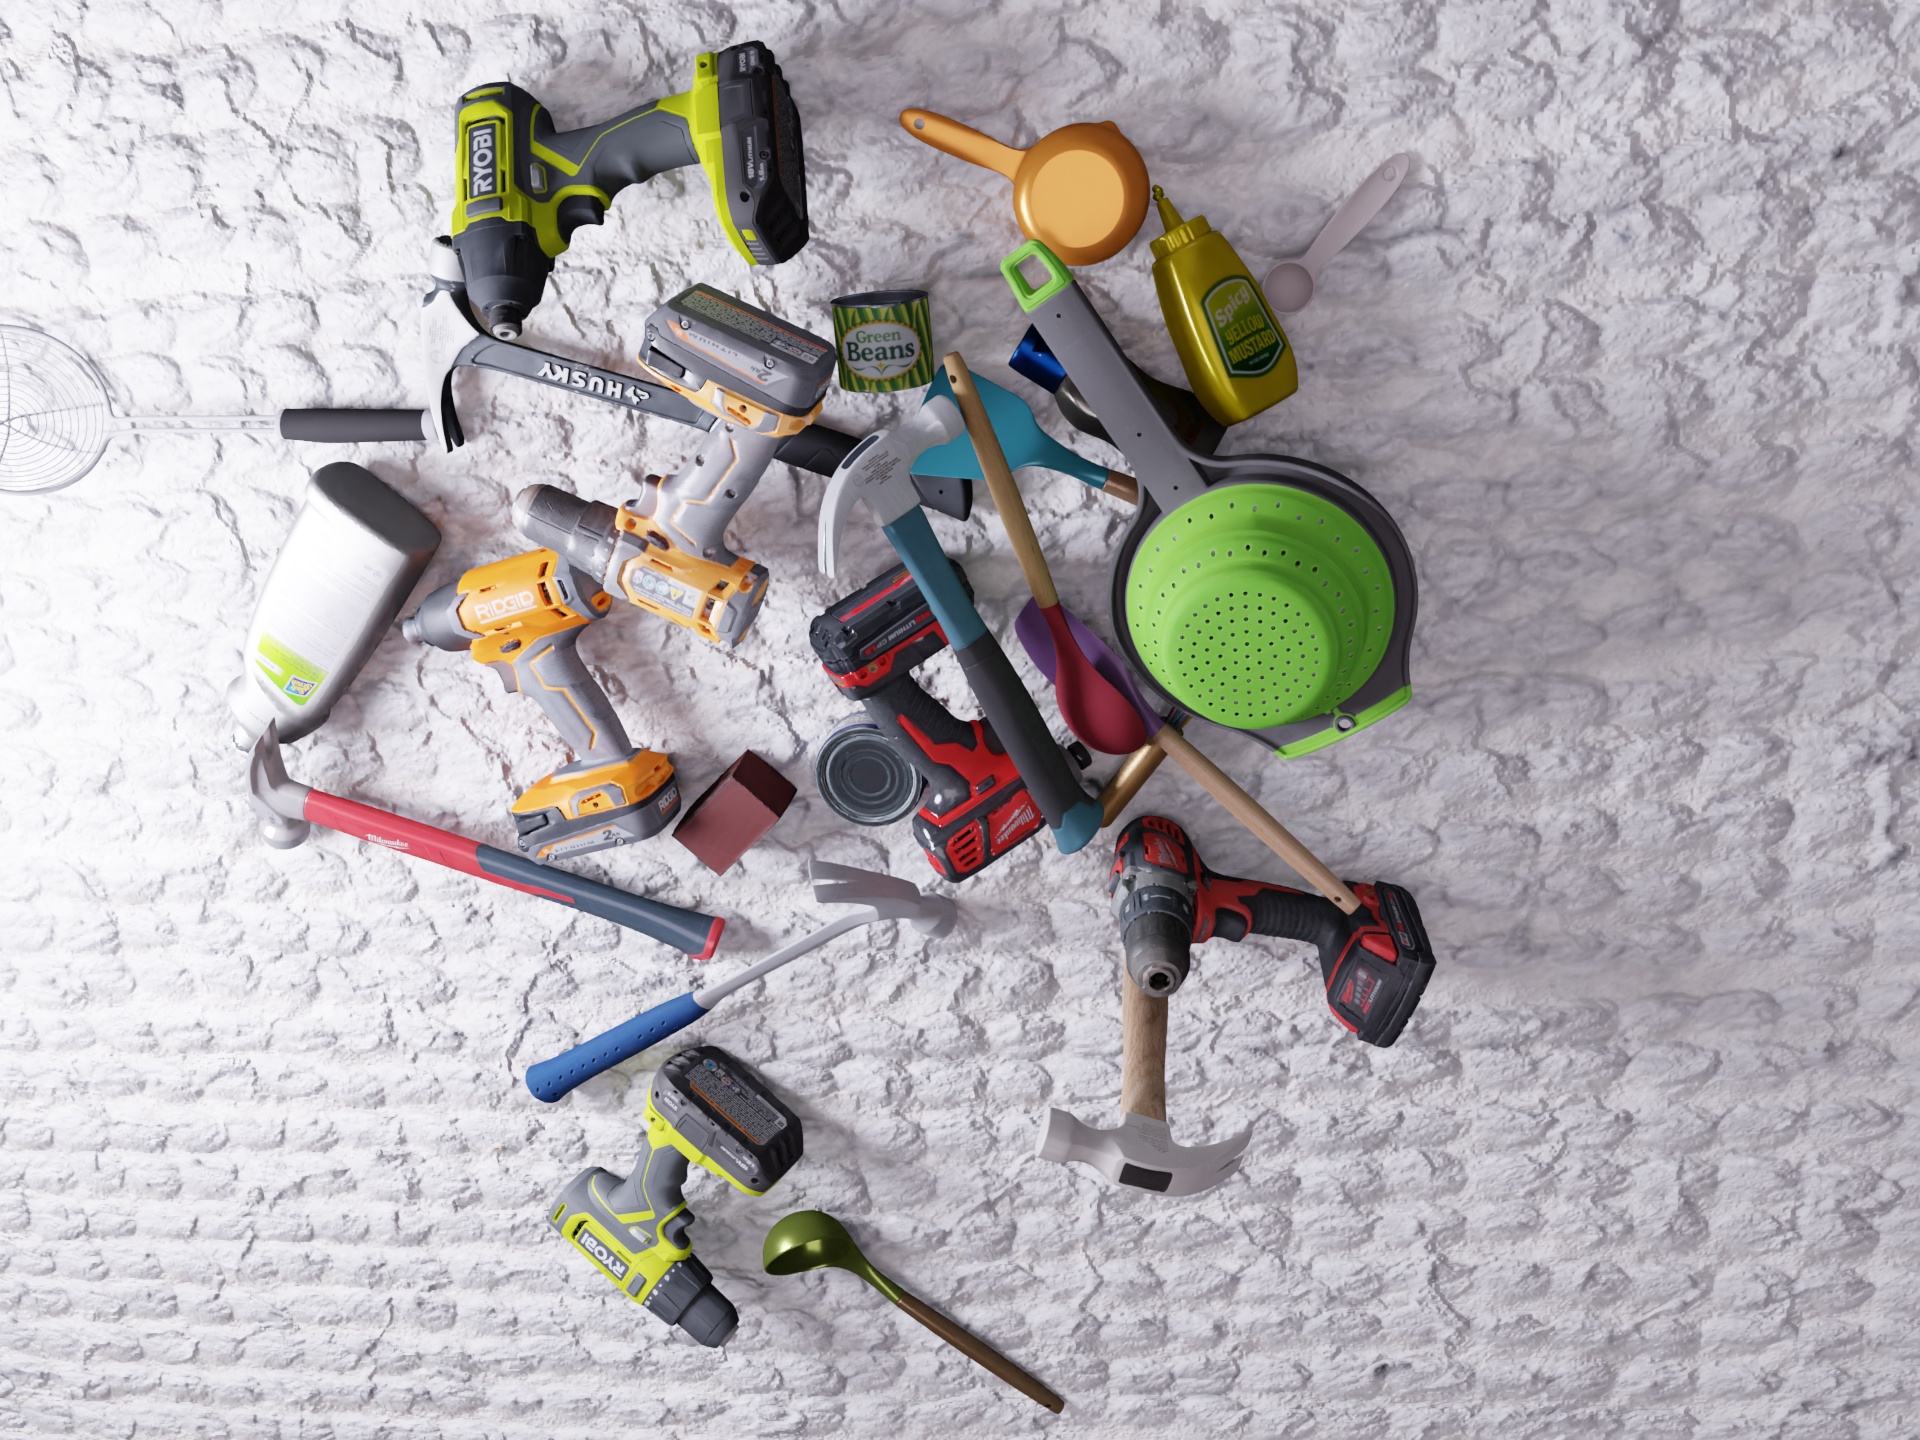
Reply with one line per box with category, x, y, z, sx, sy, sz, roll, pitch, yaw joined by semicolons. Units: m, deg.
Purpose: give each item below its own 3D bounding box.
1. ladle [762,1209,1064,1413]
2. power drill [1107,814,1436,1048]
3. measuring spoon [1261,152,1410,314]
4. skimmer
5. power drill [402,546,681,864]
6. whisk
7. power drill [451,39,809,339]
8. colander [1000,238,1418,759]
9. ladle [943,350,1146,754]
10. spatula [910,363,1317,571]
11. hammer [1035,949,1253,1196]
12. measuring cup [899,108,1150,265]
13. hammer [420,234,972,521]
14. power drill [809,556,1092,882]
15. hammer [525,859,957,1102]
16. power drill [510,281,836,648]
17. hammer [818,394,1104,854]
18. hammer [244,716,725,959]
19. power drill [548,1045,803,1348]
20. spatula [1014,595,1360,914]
ladle;-0.036;0.530;1.396;0.320;0.062;0.078;38;122;-10
power drill;0.214;0.156;1.132;0.226;0.188;0.080;18;115;-3
measuring spoon;0.243;-0.314;1.026;0.034;0.018;0.124;40;106;-8
skimmer;-0.561;-0.223;1.148;0.363;0.090;0.127;1;81;6
power drill;-0.319;-0.011;1.205;0.164;0.084;0.226;-14;105;15
whisk;0.164;-0.014;1.149;0.047;0.051;0.245;37;118;4
power drill;-0.216;-0.339;1.020;0.223;0.080;0.171;-9;74;11
colander;0.143;-0.125;1.011;0.204;0.094;0.397;-30;106;28
ladle;0.053;-0.103;1.081;0.069;0.031;0.315;1;123;45
spatula;0.121;-0.157;1.096;0.317;0.044;0.082;21;85;-8
hammer;0.128;0.209;1.084;0.130;0.331;0.031;17;113;1
measuring cup;0.038;-0.352;1.018;0.173;0.052;0.095;22;114;-3
hammer;-0.187;-0.212;1.123;0.409;0.036;0.149;17;115;2
power drill;-0.002;-0.004;1.145;0.143;0.079;0.219;-33;111;-9
hammer;-0.202;0.218;1.277;0.405;0.035;0.144;-30;145;24
power drill;-0.198;-0.178;1.082;0.185;0.084;0.226;25;120;-1
hammer;0.014;-0.046;1.082;0.128;0.033;0.330;-35;114;-10
hammer;-0.373;0.106;1.260;0.386;0.038;0.143;18;141;-2
power drill;-0.229;0.408;1.346;0.190;0.080;0.228;38;114;11
spatula;0.159;0.026;1.131;0.316;0.018;0.059;42;132;9
